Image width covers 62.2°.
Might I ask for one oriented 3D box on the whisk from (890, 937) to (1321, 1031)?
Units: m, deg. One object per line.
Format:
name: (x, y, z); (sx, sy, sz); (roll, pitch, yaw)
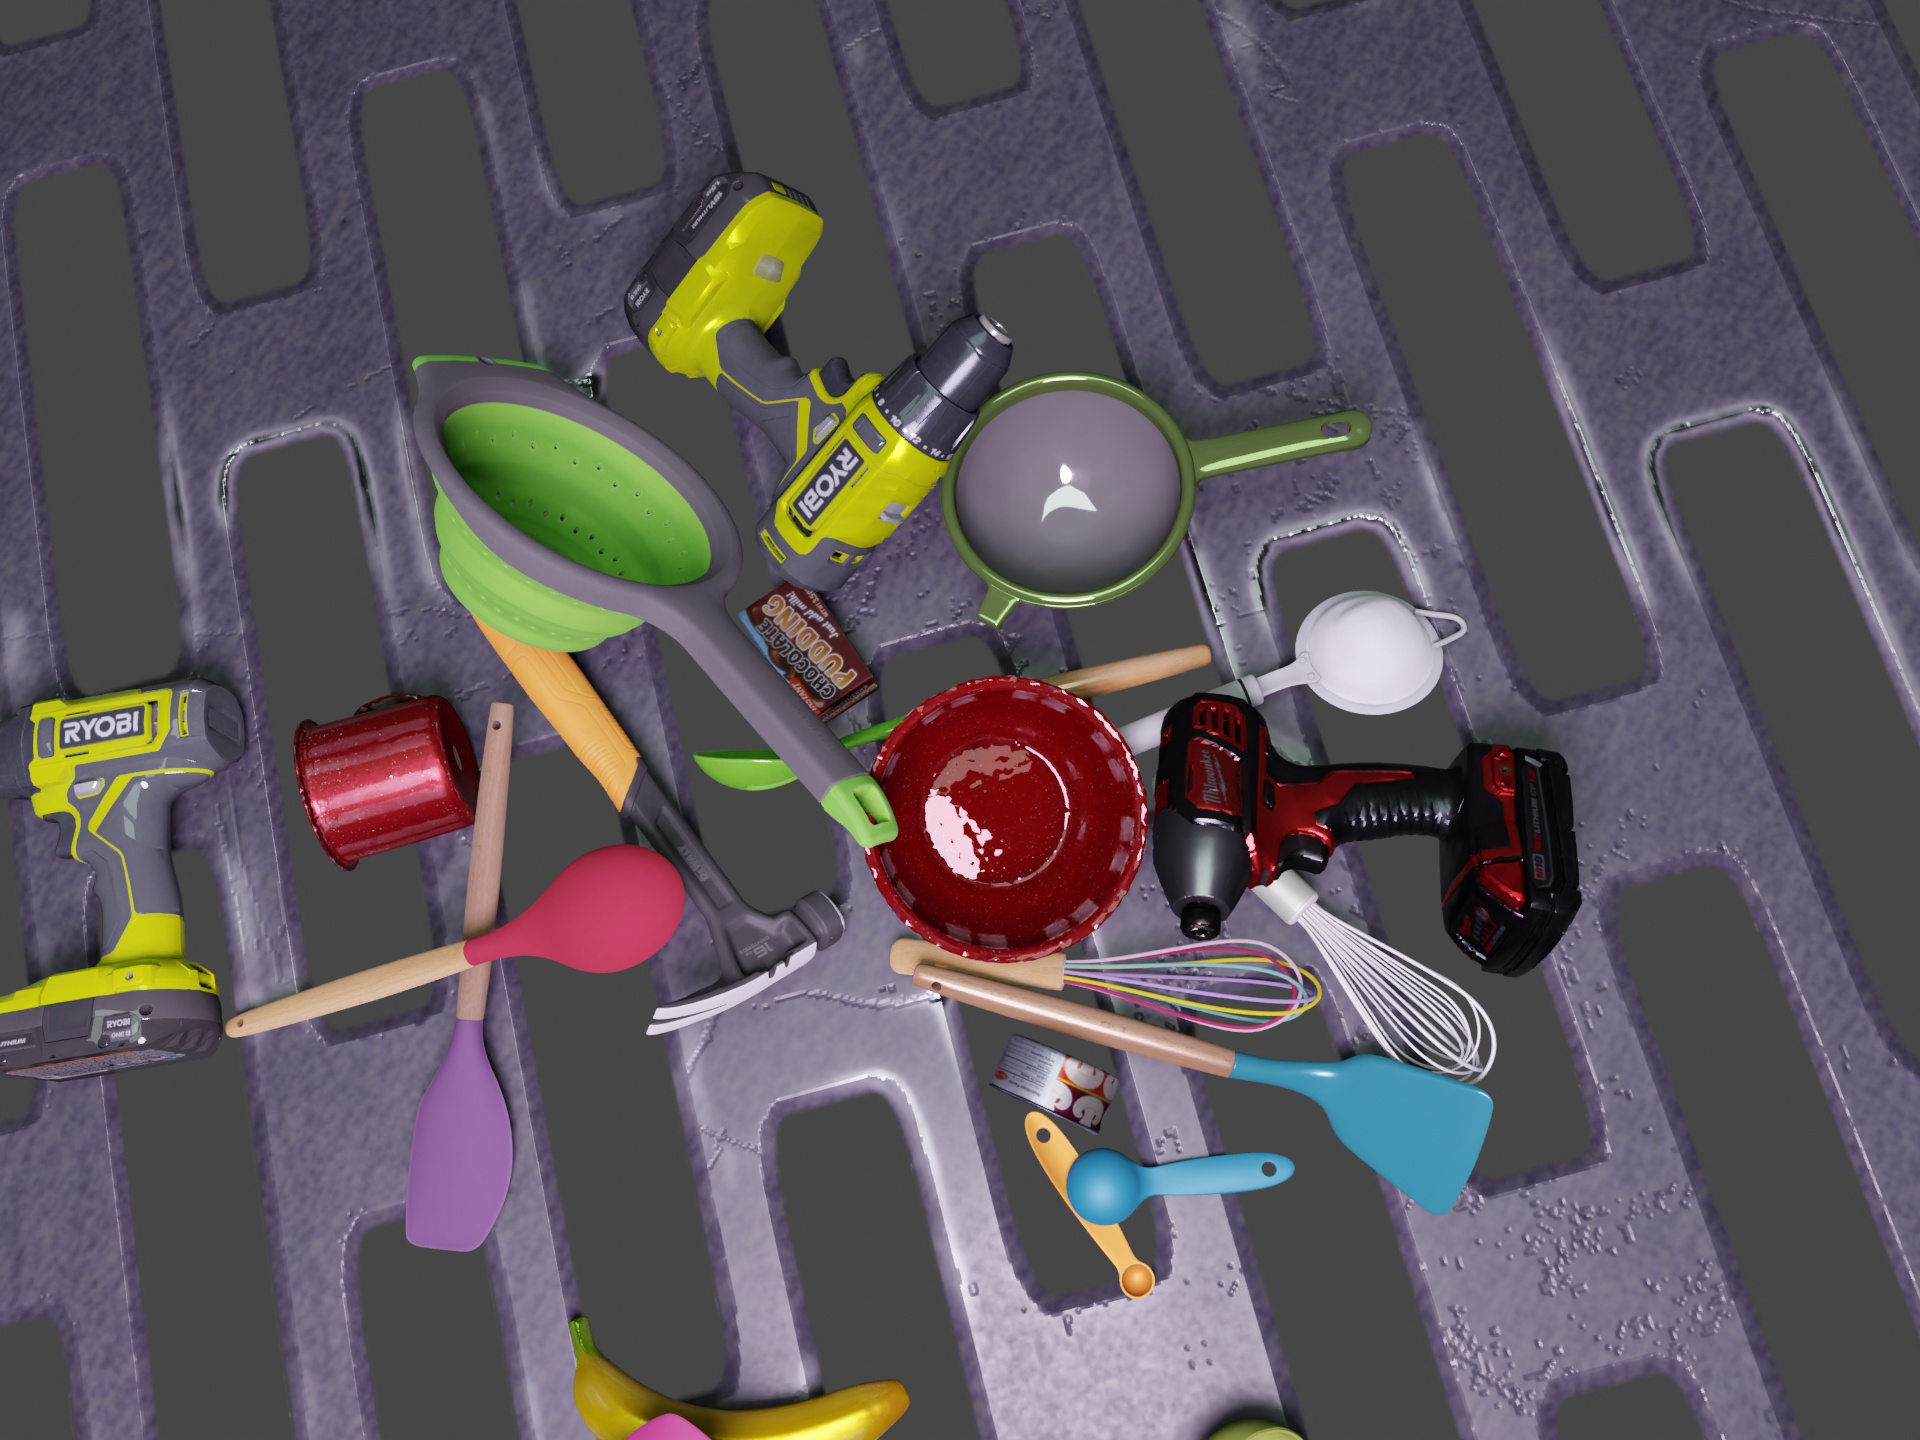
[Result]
whisk: (0.081, 0.145, 0.910); (0.245, 0.051, 0.047); (4, 56, 9)

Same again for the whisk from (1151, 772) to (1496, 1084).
whisk: (0.201, 0.112, 0.903); (0.246, 0.058, 0.059); (44, 113, 17)

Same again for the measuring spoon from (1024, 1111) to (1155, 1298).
measuring spoon: (0.071, 0.271, 0.892); (0.021, 0.011, 0.117); (-31, 72, -13)

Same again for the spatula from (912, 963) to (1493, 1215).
spatula: (0.125, 0.187, 0.877); (0.317, 0.044, 0.082); (15, 113, 4)

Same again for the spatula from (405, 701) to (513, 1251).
spatula: (-0.279, 0.147, 0.921); (0.060, 0.018, 0.316); (4, 87, 1)

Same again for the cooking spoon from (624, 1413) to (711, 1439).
cooking spoon: (-0.205, 0.491, 0.806); (0.069, 0.017, 0.319); (31, 97, 17)

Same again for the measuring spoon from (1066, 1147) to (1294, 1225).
measuring spoon: (0.123, 0.253, 0.880); (0.128, 0.021, 0.042); (-6, 69, -2)

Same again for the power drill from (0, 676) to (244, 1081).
power drill: (-0.519, 0.094, 0.947); (0.171, 0.080, 0.223); (-10, 72, 3)

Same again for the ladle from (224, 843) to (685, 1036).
ladle: (-0.295, 0.136, 0.896); (0.315, 0.031, 0.069); (-19, 70, 20)

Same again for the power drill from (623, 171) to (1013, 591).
power drill: (-0.086, -0.217, 0.950); (0.190, 0.080, 0.229); (-46, 68, 23)

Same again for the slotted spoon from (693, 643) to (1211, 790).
slotted spoon: (-0.002, -0.003, 0.946); (0.313, 0.070, 0.031); (-14, 95, -5)

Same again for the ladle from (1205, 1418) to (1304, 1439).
ladle: (0.262, 0.454, 0.808); (0.320, 0.062, 0.078); (26, 82, 7)

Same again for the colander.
colander: (-0.187, -0.051, 0.916); (0.397, 0.204, 0.094); (47, 119, 18)

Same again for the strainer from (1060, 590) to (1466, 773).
strainer: (0.179, -0.020, 0.941); (0.258, 0.050, 0.087); (-22, 60, 2)

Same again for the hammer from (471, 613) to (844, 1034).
hammer: (-0.214, 0.025, 0.942); (0.127, 0.034, 0.337); (-27, 69, -34)

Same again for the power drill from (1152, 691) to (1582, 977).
power drill: (0.214, 0.067, 0.869); (0.219, 0.078, 0.143); (9, 54, 2)

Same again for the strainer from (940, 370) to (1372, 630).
strainer: (0.117, -0.140, 0.958); (0.256, 0.069, 0.152); (-12, 72, 1)
